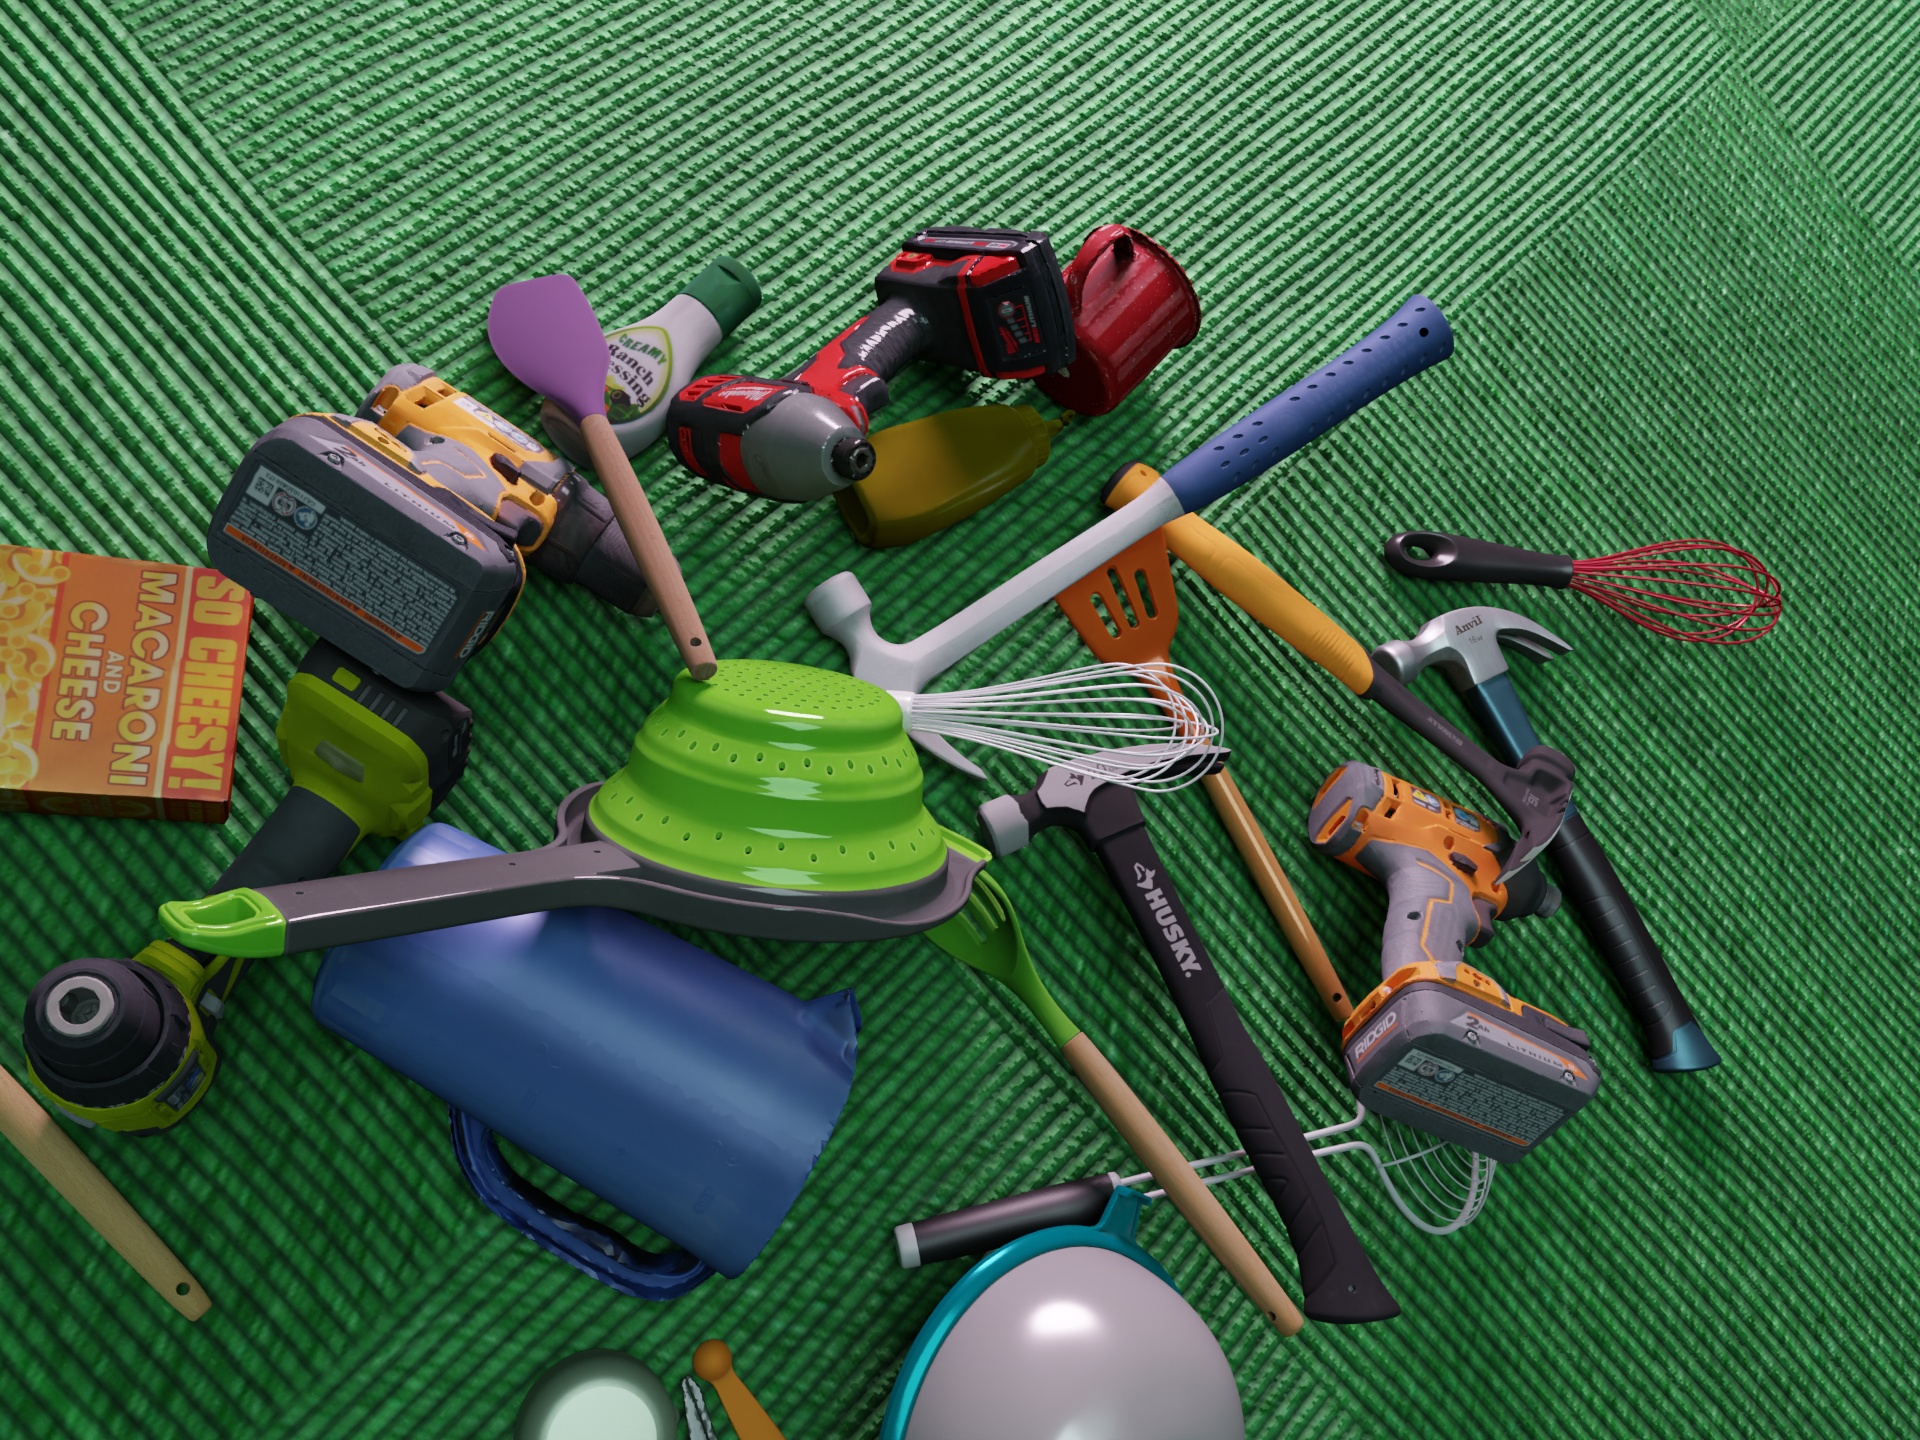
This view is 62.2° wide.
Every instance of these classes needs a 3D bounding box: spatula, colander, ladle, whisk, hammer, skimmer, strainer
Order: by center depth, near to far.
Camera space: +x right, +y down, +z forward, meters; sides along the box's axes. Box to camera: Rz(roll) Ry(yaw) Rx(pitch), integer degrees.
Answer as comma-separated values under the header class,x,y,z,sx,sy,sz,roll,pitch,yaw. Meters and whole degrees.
class,x,y,z,sx,sy,sz,roll,pitch,yaw
colander,-0.145,0.031,0.712,0.397,0.205,0.094,-5,110,-46
ladle,-0.449,0.153,0.720,0.315,0.031,0.069,49,54,-3
strainer,0.022,0.380,0.723,0.340,0.095,0.211,-24,102,-36
spatula,-0.183,-0.135,0.815,0.060,0.018,0.316,-18,54,-17
whisk,-0.001,-0.002,0.860,0.284,0.070,0.070,3,73,7
hammer,0.143,0.163,0.860,0.146,0.035,0.335,-22,69,-11
skimmer,0.139,0.252,0.890,0.363,0.090,0.127,-11,74,-11
hammer,0.117,-0.119,0.924,0.405,0.035,0.144,-33,89,-6
spatula,0.154,0.034,0.948,0.081,0.041,0.322,-28,86,-6
hammer,0.219,-0.041,0.955,0.337,0.034,0.127,40,37,7
hammer,0.390,0.077,1.021,0.128,0.033,0.331,-25,84,-22
whisk,0.424,-0.097,1.070,0.295,0.073,0.073,6,73,-11

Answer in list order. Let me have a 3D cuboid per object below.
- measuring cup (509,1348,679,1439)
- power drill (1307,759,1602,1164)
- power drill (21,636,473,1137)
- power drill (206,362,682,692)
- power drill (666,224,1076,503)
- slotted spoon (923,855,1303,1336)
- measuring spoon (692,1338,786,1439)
class,x,y,z,sx,sy,sz,roll,pitch,yaw
measuring cup,-0.166,0.384,0.744,0.083,0.038,0.168,-4,74,-20
power drill,0.287,0.131,0.905,0.164,0.084,0.227,23,37,-11
power drill,-0.316,0.073,0.702,0.080,0.190,0.229,34,63,-6
power drill,-0.233,-0.089,0.771,0.185,0.226,0.084,34,107,-10
power drill,-0.043,-0.194,0.886,0.220,0.143,0.078,-39,129,-28
slotted spoon,0.073,0.190,0.840,0.031,0.070,0.314,-27,73,-42
measuring spoon,-0.097,0.360,0.789,0.021,0.011,0.117,-32,87,-23
